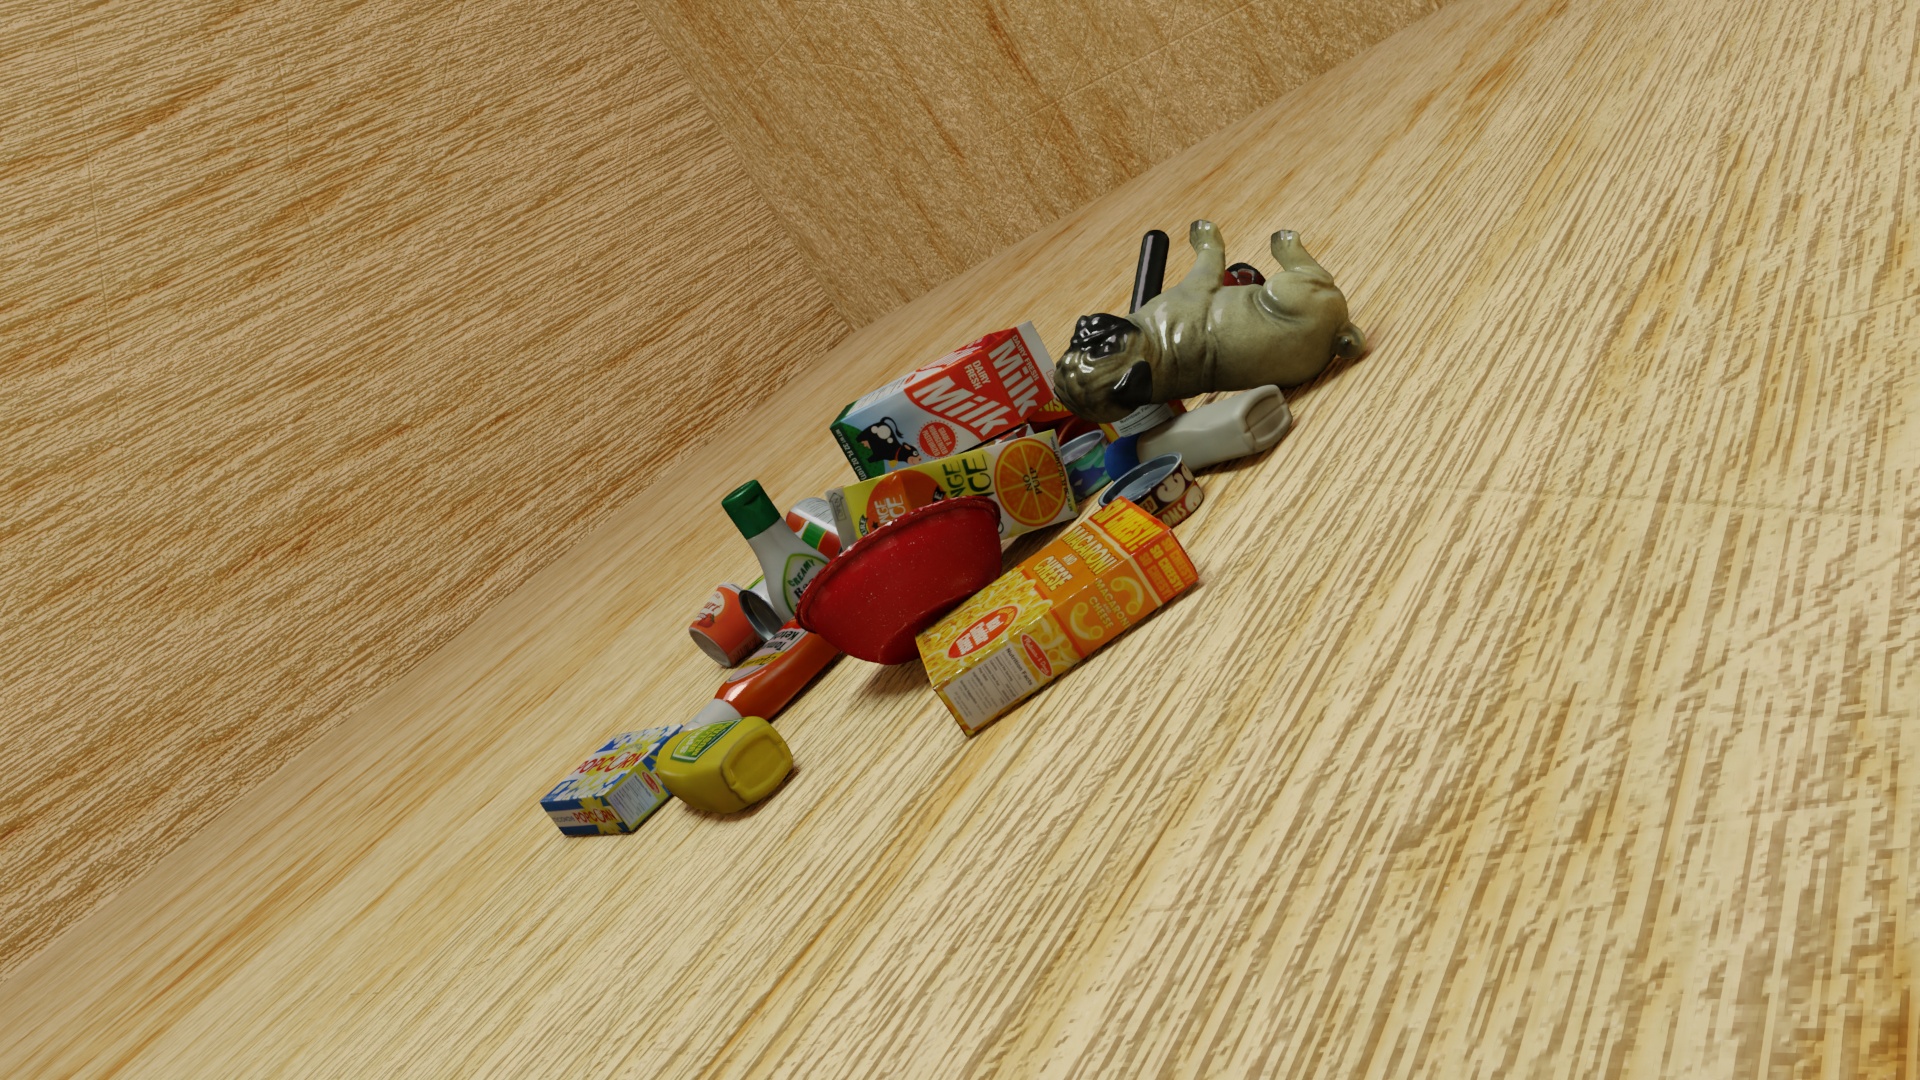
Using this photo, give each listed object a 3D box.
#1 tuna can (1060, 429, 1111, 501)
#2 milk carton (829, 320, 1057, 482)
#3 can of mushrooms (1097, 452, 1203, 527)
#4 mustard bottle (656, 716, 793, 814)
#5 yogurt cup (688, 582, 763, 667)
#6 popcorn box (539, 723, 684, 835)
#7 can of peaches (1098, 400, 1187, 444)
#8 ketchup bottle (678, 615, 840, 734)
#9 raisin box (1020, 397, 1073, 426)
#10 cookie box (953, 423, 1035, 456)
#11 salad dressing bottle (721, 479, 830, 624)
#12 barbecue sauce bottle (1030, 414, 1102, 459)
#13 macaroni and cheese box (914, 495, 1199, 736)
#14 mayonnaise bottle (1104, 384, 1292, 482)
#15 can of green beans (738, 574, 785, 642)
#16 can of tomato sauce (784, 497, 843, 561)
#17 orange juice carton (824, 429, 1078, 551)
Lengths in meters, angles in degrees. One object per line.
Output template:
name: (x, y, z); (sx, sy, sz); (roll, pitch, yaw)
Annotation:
tuna can: (0.095, -0.058, 1.134); (0.071, 0.032, 0.071); (-31, 14, 9)
milk carton: (-0.008, -0.116, 1.187); (0.190, 0.072, 0.074); (-25, 15, 16)
can of mushrooms: (0.130, -0.028, 0.953); (0.071, 0.033, 0.071); (-30, 14, 8)
mustard bottle: (-0.177, 0.157, 0.973); (0.065, 0.048, 0.160); (-41, 16, -33)
yogurt cup: (-0.216, 0.081, 1.295); (0.054, 0.072, 0.072); (-49, 19, -25)
popcorn box: (-0.265, 0.188, 1.086); (0.126, 0.038, 0.085); (-16, 21, 50)
can of peaches: (0.146, -0.098, 1.107); (0.071, 0.058, 0.071); (-32, 13, 8)
ketchup bottle: (-0.155, 0.115, 1.083); (0.064, 0.043, 0.149); (-12, 25, 48)
raisin box: (0.053, -0.115, 1.339); (0.086, 0.040, 0.123); (-4, -9, -40)
cookie box: (-0.013, -0.057, 1.220); (0.123, 0.040, 0.167); (-33, 14, -15)
salad dressing bottle: (-0.146, 0.018, 1.172); (0.064, 0.147, 0.044); (-39, 15, -22)
barbecue sauce bottle: (0.074, -0.082, 1.244); (0.065, 0.043, 0.148); (-39, 14, -25)
macaroni and cheese box: (0.055, 0.043, 0.863); (0.166, 0.040, 0.124); (-34, 13, 0)
mayonnaise bottle: (0.166, -0.071, 1.007); (0.065, 0.041, 0.147); (-34, 11, -36)
can of green beans: (-0.155, 0.054, 1.241); (0.058, 0.071, 0.071); (-40, 15, -29)
can of tomato sauce: (-0.114, 0.005, 1.258); (0.083, 0.071, 0.071); (24, 53, 40)
orange juice carton: (-0.011, -0.025, 1.052); (0.193, 0.071, 0.073); (-17, 2, -34)
